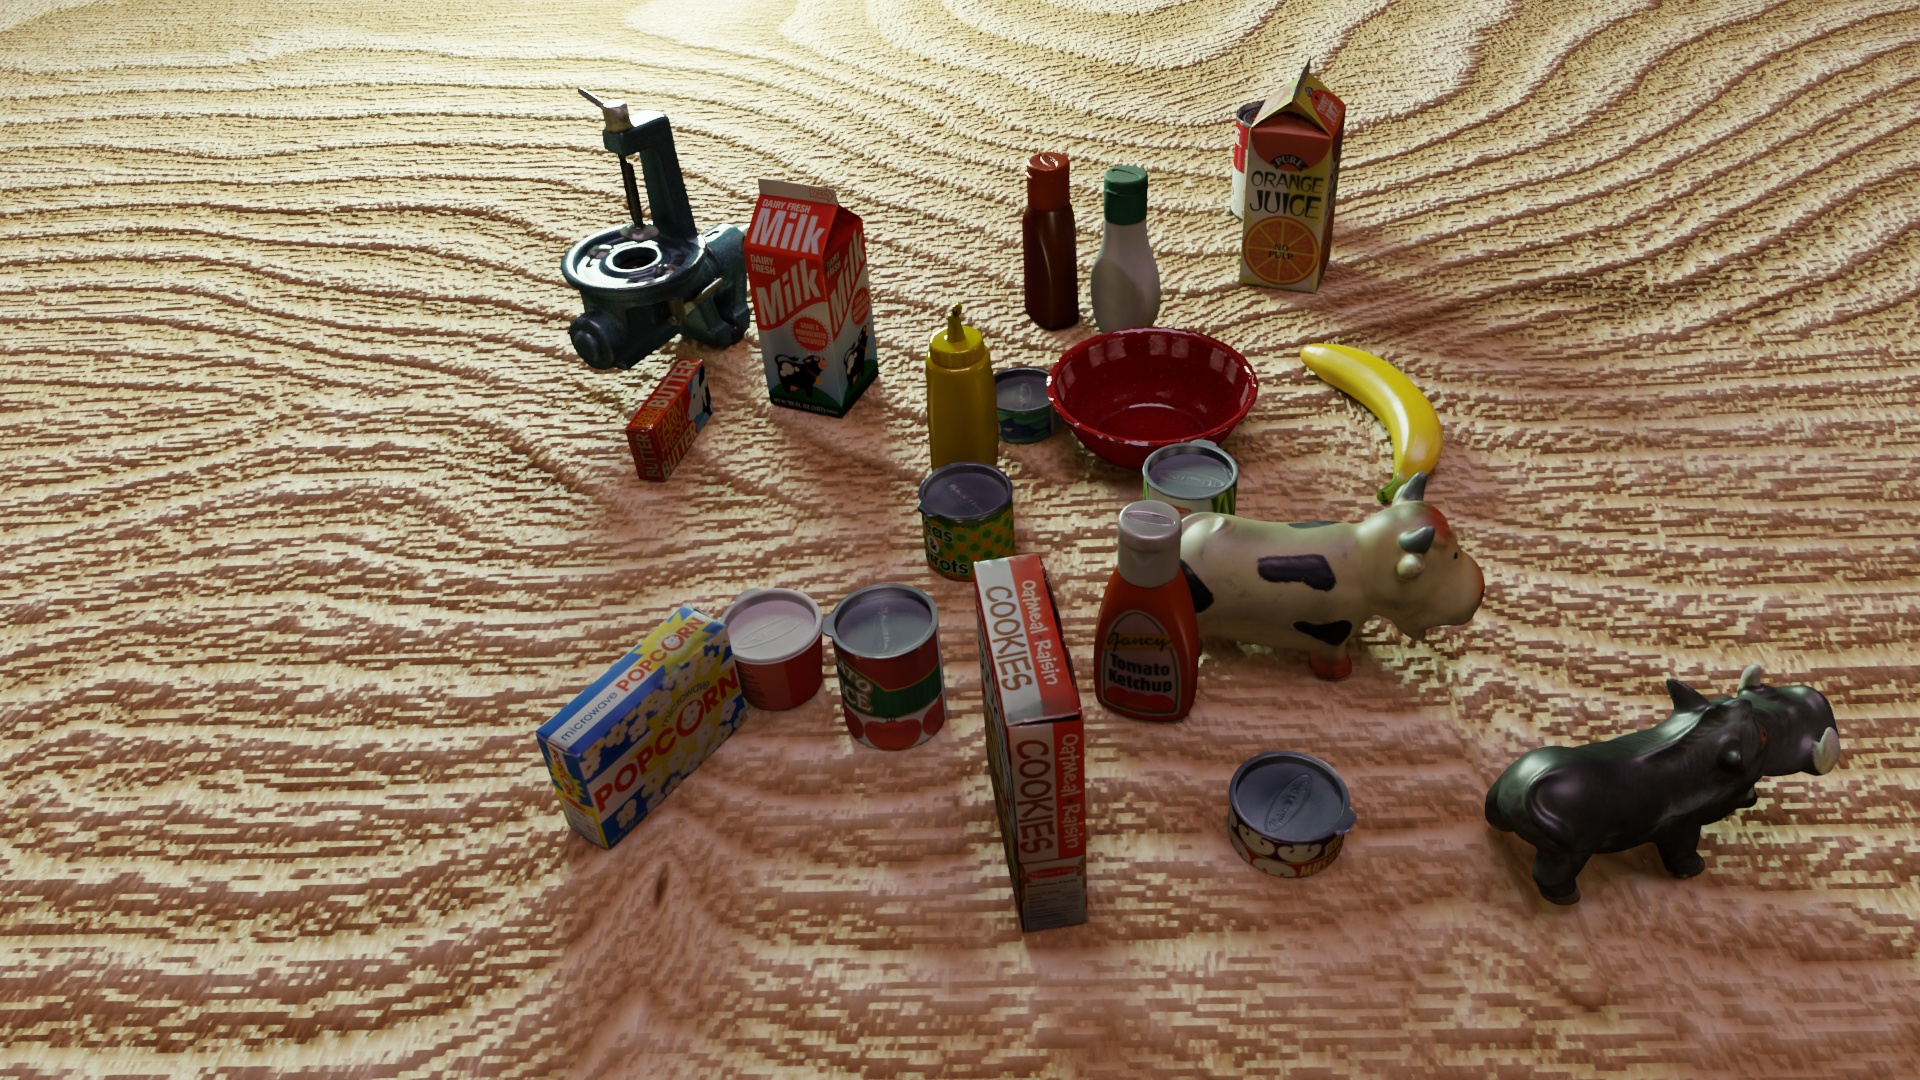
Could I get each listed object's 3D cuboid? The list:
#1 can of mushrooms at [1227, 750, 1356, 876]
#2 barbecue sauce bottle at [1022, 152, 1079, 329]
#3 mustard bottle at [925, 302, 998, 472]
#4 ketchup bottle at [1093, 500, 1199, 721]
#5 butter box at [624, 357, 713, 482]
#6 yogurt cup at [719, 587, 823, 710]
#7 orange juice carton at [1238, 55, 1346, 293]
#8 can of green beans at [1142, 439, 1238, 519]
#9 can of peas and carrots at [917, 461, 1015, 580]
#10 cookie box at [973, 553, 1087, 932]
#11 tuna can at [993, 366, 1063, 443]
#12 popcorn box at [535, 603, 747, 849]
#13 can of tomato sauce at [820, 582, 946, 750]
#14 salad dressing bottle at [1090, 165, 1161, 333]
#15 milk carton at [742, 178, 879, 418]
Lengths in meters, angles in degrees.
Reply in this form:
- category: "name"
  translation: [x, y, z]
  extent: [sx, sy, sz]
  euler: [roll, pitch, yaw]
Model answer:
- category: "can of mushrooms"
  translation: [0.186, 0.155, 0.783]
  extent: [0.071, 0.033, 0.071]
  euler: [-3, 39, 2]
- category: "barbecue sauce bottle"
  translation: [0.078, -0.261, 1.208]
  extent: [0.044, 0.147, 0.065]
  euler: [-17, 41, -15]
- category: "mustard bottle"
  translation: [0.000, -0.107, 1.019]
  extent: [0.049, 0.159, 0.066]
  euler: [5, 40, 11]
- category: "ketchup bottle"
  translation: [0.112, 0.043, 0.835]
  extent: [0.065, 0.148, 0.044]
  euler: [9, 41, 17]
- category: "butter box"
  translation: [-0.232, -0.098, 1.115]
  extent: [0.024, 0.052, 0.104]
  euler: [7, 41, 14]
- category: "yogurt cup"
  translation: [-0.119, 0.073, 0.897]
  extent: [0.072, 0.053, 0.073]
  euler: [-3, 39, 2]
- category: "orange juice carton"
  translation: [0.294, -0.323, 1.227]
  extent: [0.073, 0.191, 0.072]
  euler: [12, 42, 19]
- category: "can of green beans"
  translation: [0.163, -0.027, 0.987]
  extent: [0.071, 0.057, 0.071]
  euler: [-3, 39, 2]
- category: "can of peas and carrots"
  translation: [0.004, -0.012, 0.984]
  extent: [0.071, 0.058, 0.071]
  euler: [-3, 39, 2]
- category: "cookie box"
  translation: [0.038, 0.109, 0.748]
  extent: [0.040, 0.166, 0.123]
  euler: [-8, 39, -4]
- category: "tuna can"
  translation: [0.048, -0.109, 1.117]
  extent: [0.071, 0.032, 0.071]
  euler: [-3, 39, 2]
- category: "popcorn box"
  translation: [-0.188, 0.110, 0.833]
  extent: [0.038, 0.084, 0.127]
  euler: [21, 46, 28]
- category: "can of tomato sauce"
  translation: [-0.045, 0.079, 0.859]
  extent: [0.071, 0.082, 0.071]
  euler: [-3, 39, 2]
- category: "salad dressing bottle"
  translation: [0.140, -0.243, 1.181]
  extent: [0.064, 0.146, 0.044]
  euler: [28, 50, 34]
- category: "milk carton"
  translation: [-0.120, -0.201, 1.121]
  extent: [0.072, 0.189, 0.074]
  euler: [13, 42, 20]
